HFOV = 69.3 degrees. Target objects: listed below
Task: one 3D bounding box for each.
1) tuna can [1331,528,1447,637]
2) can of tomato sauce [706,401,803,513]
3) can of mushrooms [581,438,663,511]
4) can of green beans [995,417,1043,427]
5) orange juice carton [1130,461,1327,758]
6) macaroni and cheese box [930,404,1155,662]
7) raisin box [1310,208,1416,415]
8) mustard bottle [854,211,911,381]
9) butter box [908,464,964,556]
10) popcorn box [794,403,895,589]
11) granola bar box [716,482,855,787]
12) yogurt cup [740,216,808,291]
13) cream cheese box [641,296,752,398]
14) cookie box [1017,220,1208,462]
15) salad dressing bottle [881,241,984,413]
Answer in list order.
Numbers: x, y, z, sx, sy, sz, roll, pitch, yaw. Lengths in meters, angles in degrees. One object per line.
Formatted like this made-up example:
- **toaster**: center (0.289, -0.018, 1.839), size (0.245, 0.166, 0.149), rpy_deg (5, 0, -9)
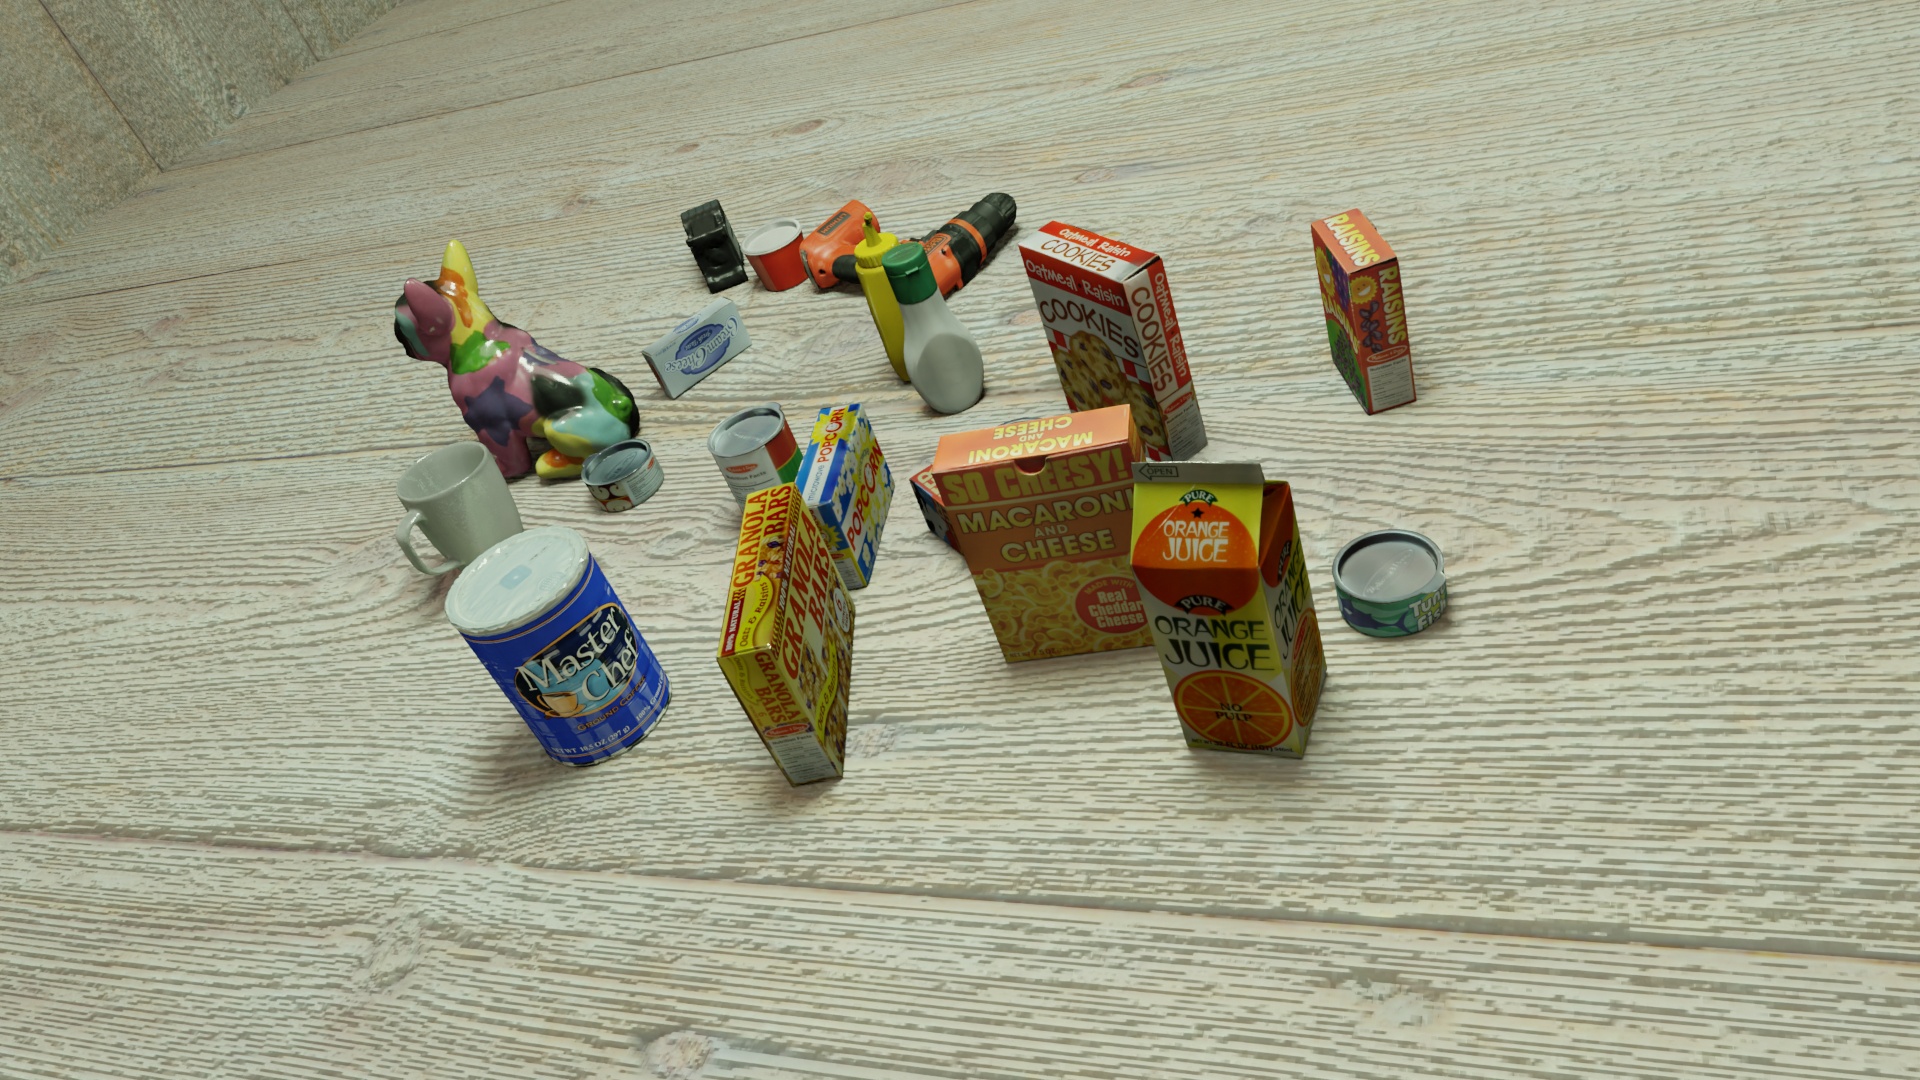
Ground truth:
- **tuna can**: center (0.267, 0.027, 0.855), size (0.071, 0.032, 0.071), rpy_deg (-14, 37, 11)
- **can of tomato sauce**: center (-0.158, -0.059, 1.130), size (0.071, 0.082, 0.071), rpy_deg (-14, 37, 11)
- **can of mushrooms**: center (-0.303, -0.059, 1.243), size (0.071, 0.033, 0.071), rpy_deg (-14, 37, 11)
- **can of green beans**: center (0.049, -0.049, 1.037), size (0.071, 0.057, 0.071), rpy_deg (-14, 37, 11)
- **orange juice carton**: center (0.150, 0.030, 0.776), size (0.072, 0.191, 0.073), rpy_deg (1, 43, 28)
- **macaroni and cheese box**: center (0.066, 0.001, 0.875), size (0.123, 0.165, 0.040), rpy_deg (-9, 39, 17)
- **raisin box**: center (0.293, -0.166, 1.007), size (0.040, 0.122, 0.086), rpy_deg (-17, 37, 6)
- **mustard bottle**: center (-0.058, -0.217, 1.213), size (0.049, 0.159, 0.066), rpy_deg (-14, 37, 11)
- **butter box**: center (0.004, -0.013, 1.017), size (0.024, 0.053, 0.104), rpy_deg (-34, 38, -15)
- **popcorn box**: center (-0.090, -0.034, 1.064), size (0.038, 0.085, 0.127), rpy_deg (-9, 39, 17)
- **granola bar box**: center (-0.112, 0.060, 0.925), size (0.039, 0.123, 0.166), rpy_deg (-14, 37, 11)
- **yogurt cup**: center (-0.192, -0.301, 1.472), size (0.072, 0.053, 0.073), rpy_deg (-14, 37, 11)
- **cream cheese box**: center (-0.258, -0.190, 1.368), size (0.104, 0.053, 0.024), rpy_deg (-40, 40, -23)
- **cookie box**: center (0.114, -0.147, 1.035), size (0.040, 0.166, 0.123), rpy_deg (-36, 39, -18)
- **salad dressing bottle**: center (-0.024, -0.176, 1.156), size (0.064, 0.147, 0.044), rpy_deg (-25, 37, -5)
